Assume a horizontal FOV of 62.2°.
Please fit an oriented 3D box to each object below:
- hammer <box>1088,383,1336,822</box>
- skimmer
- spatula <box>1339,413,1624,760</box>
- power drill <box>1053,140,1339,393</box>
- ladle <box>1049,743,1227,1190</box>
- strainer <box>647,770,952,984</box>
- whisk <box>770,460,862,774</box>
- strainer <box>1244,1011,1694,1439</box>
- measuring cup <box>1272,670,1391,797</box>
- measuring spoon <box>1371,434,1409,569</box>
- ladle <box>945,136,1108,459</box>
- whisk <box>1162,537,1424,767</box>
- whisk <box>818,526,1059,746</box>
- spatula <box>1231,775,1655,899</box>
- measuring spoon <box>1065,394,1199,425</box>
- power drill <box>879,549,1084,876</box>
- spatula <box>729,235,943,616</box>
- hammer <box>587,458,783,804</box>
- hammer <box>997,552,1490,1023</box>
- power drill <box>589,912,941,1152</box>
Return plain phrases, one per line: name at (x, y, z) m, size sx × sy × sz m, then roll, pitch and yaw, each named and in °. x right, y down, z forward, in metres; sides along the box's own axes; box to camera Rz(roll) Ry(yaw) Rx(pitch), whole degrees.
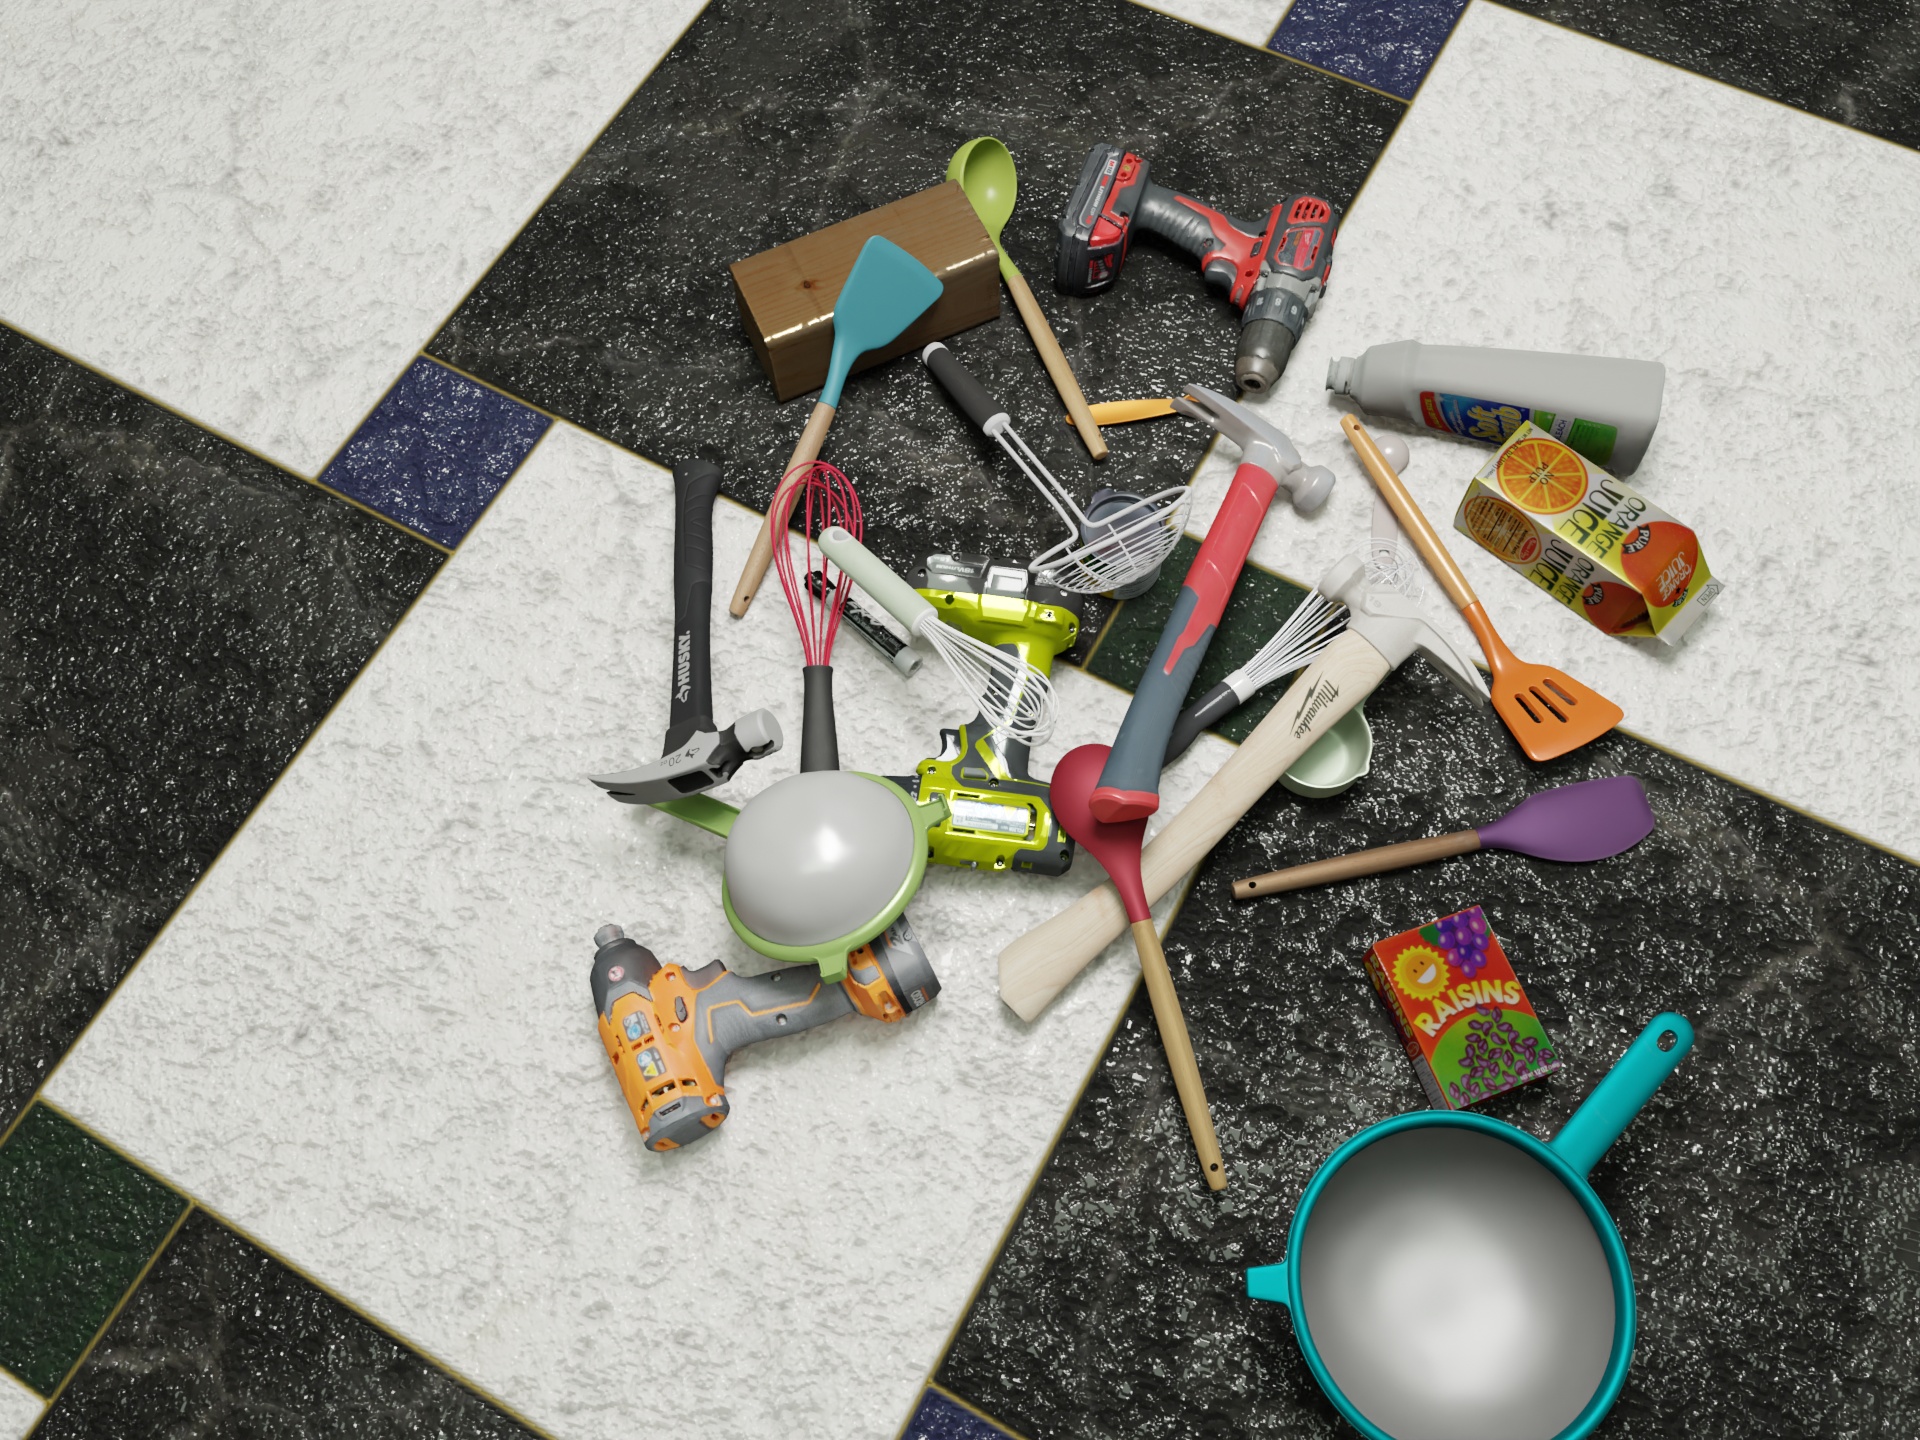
hammer at (0.162, -0.089, 1.167) m, size 0.143 × 0.038 × 0.386 m, roll 33°, pitch 56°, yaw -6°
skimmer at (0.050, -0.216, 1.212) m, size 0.127 × 0.090 × 0.364 m, roll -29°, pitch 50°, yaw -7°
spatula at (0.384, -0.112, 1.227) m, size 0.081 × 0.041 × 0.323 m, roll -26°, pitch 72°, yaw -8°
power drill at (0.194, -0.380, 1.344) m, size 0.227 × 0.080 × 0.188 m, roll 18°, pitch 69°, yaw 7°
ladle at (0.130, 0.163, 1.089) m, size 0.069 × 0.031 × 0.315 m, roll -15°, pitch 78°, yaw -2°
strainer at (-0.144, 0.067, 1.093) m, size 0.256 × 0.069 × 0.151 m, roll 19°, pitch 63°, yaw 31°
whisk at (-0.108, -0.058, 1.211) m, size 0.073 × 0.073 × 0.296 m, roll -2°, pitch 78°, yaw 2°
strainer at (0.348, 0.318, 1.020) m, size 0.340 × 0.095 × 0.211 m, roll -42°, pitch 74°, yaw -17°
measuring cup at (0.293, -0.011, 1.197) m, size 0.083 × 0.038 × 0.167 m, roll 36°, pitch 71°, yaw 16°
measuring spoon at (0.343, -0.178, 1.276) m, size 0.034 × 0.018 × 0.124 m, roll 6°, pitch 68°, yaw 5°
ladle at (0.065, -0.360, 1.347) m, size 0.062 × 0.078 × 0.320 m, roll -36°, pitch 66°, yaw 31°
whisk at (0.235, -0.045, 1.207) m, size 0.284 × 0.070 × 0.070 m, roll -36°, pitch 70°, yaw -8°
whisk at (-0.020, -0.065, 1.131) m, size 0.058 × 0.059 × 0.246 m, roll -27°, pitch 57°, yaw -35°
spatula at (0.352, 0.094, 1.157) m, size 0.316 × 0.018 × 0.060 m, roll -11°, pitch 67°, yaw -3°
measuring spoon at (0.146, -0.256, 1.326) m, size 0.117 × 0.011 × 0.021 m, roll -6°, pitch 66°, yaw 4°
power drill at (-0.002, -0.004, 1.175) m, size 0.190 × 0.080 × 0.229 m, roll 8°, pitch 73°, yaw 1°
spatula at (-0.112, -0.228, 1.270) m, size 0.044 × 0.082 × 0.317 m, roll 17°, pitch 82°, yaw 49°
hammer at (-0.207, -0.079, 1.201) m, size 0.146 × 0.035 × 0.335 m, roll -24°, pitch 47°, yaw 18°
hammer at (0.190, 0.068, 1.135) m, size 0.410 × 0.038 × 0.146 m, roll -44°, pitch 76°, yaw -5°
power drill at (-0.146, 0.177, 1.112) m, size 0.226 × 0.084 × 0.164 m, roll -28°, pitch 66°, yaw -6°
